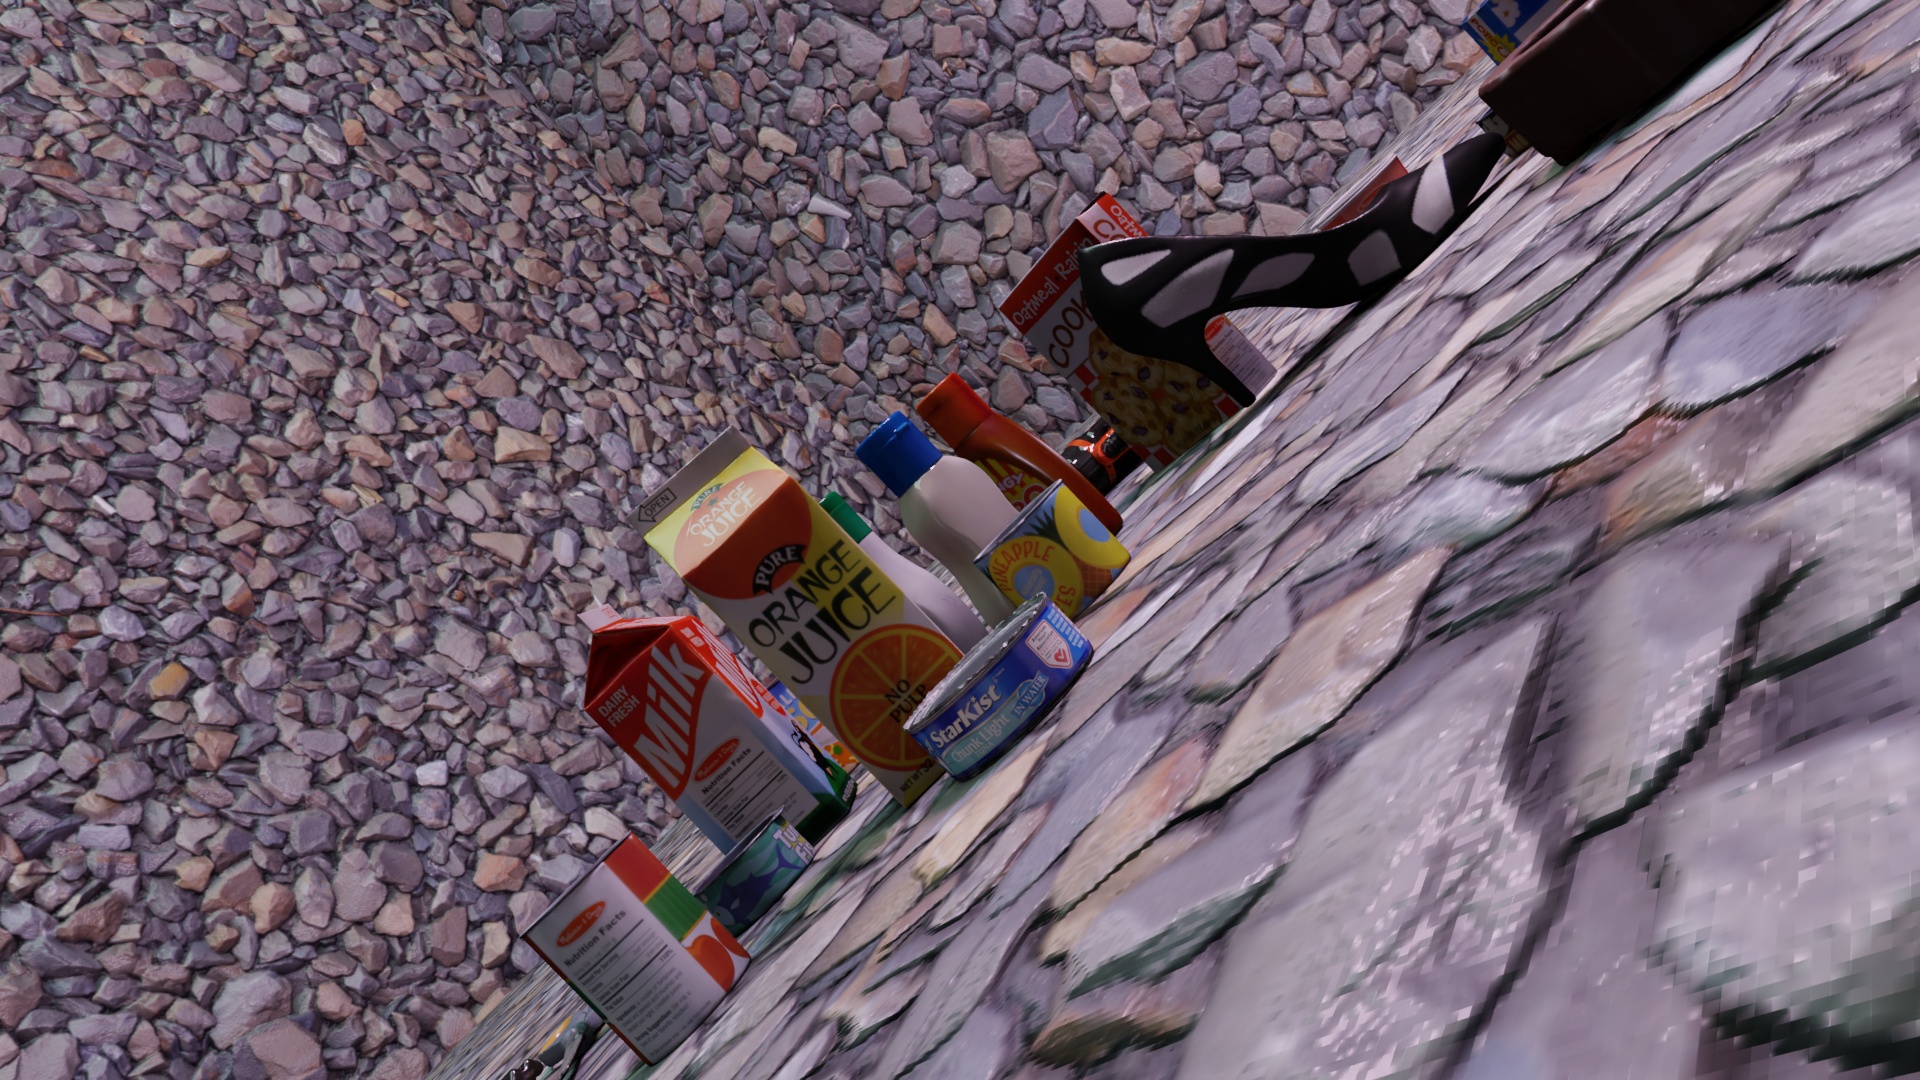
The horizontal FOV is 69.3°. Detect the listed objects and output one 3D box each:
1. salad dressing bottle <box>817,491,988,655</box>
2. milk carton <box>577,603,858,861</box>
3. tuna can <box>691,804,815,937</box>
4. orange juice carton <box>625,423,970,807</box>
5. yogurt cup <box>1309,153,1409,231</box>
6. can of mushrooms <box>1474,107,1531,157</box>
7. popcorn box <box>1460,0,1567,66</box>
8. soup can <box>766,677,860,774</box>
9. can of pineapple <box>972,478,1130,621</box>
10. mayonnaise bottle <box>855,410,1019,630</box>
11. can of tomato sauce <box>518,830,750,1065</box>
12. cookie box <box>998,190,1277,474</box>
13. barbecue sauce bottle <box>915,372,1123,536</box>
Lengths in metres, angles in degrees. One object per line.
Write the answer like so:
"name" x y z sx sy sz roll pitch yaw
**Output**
"salad dressing bottle" -0.045 0.032 0.913 0.044 0.147 0.064 -45 2 -40
"milk carton" -0.154 0.110 0.830 0.073 0.190 0.072 -44 1 1
"tuna can" -0.112 0.181 0.763 0.071 0.033 0.071 -44 2 2
"orange juice carton" -0.071 0.034 0.679 0.072 0.192 0.073 -44 1 -8
"yogurt cup" 0.279 -0.215 0.923 0.072 0.054 0.072 -44 1 2
"can of mushrooms" 0.355 -0.271 0.857 0.071 0.033 0.071 -44 2 2
"popcorn box" 0.365 -0.313 0.798 0.127 0.085 0.038 -44 1 -3
"soup can" -0.113 0.138 0.989 0.071 0.084 0.071 -44 1 2
"can of pineapple" 0.049 0.010 0.750 0.071 0.058 0.071 -44 1 2
"mayonnaise bottle" 0.003 -0.010 0.801 0.065 0.148 0.041 -45 2 -39
"can of tomato sauce" -0.147 0.186 0.638 0.071 0.083 0.071 -44 1 2
"cookie box" 0.118 -0.140 0.957 0.040 0.167 0.122 -45 2 -32
"barbecue sauce bottle" 0.034 -0.045 0.904 0.064 0.148 0.044 -43 2 41
